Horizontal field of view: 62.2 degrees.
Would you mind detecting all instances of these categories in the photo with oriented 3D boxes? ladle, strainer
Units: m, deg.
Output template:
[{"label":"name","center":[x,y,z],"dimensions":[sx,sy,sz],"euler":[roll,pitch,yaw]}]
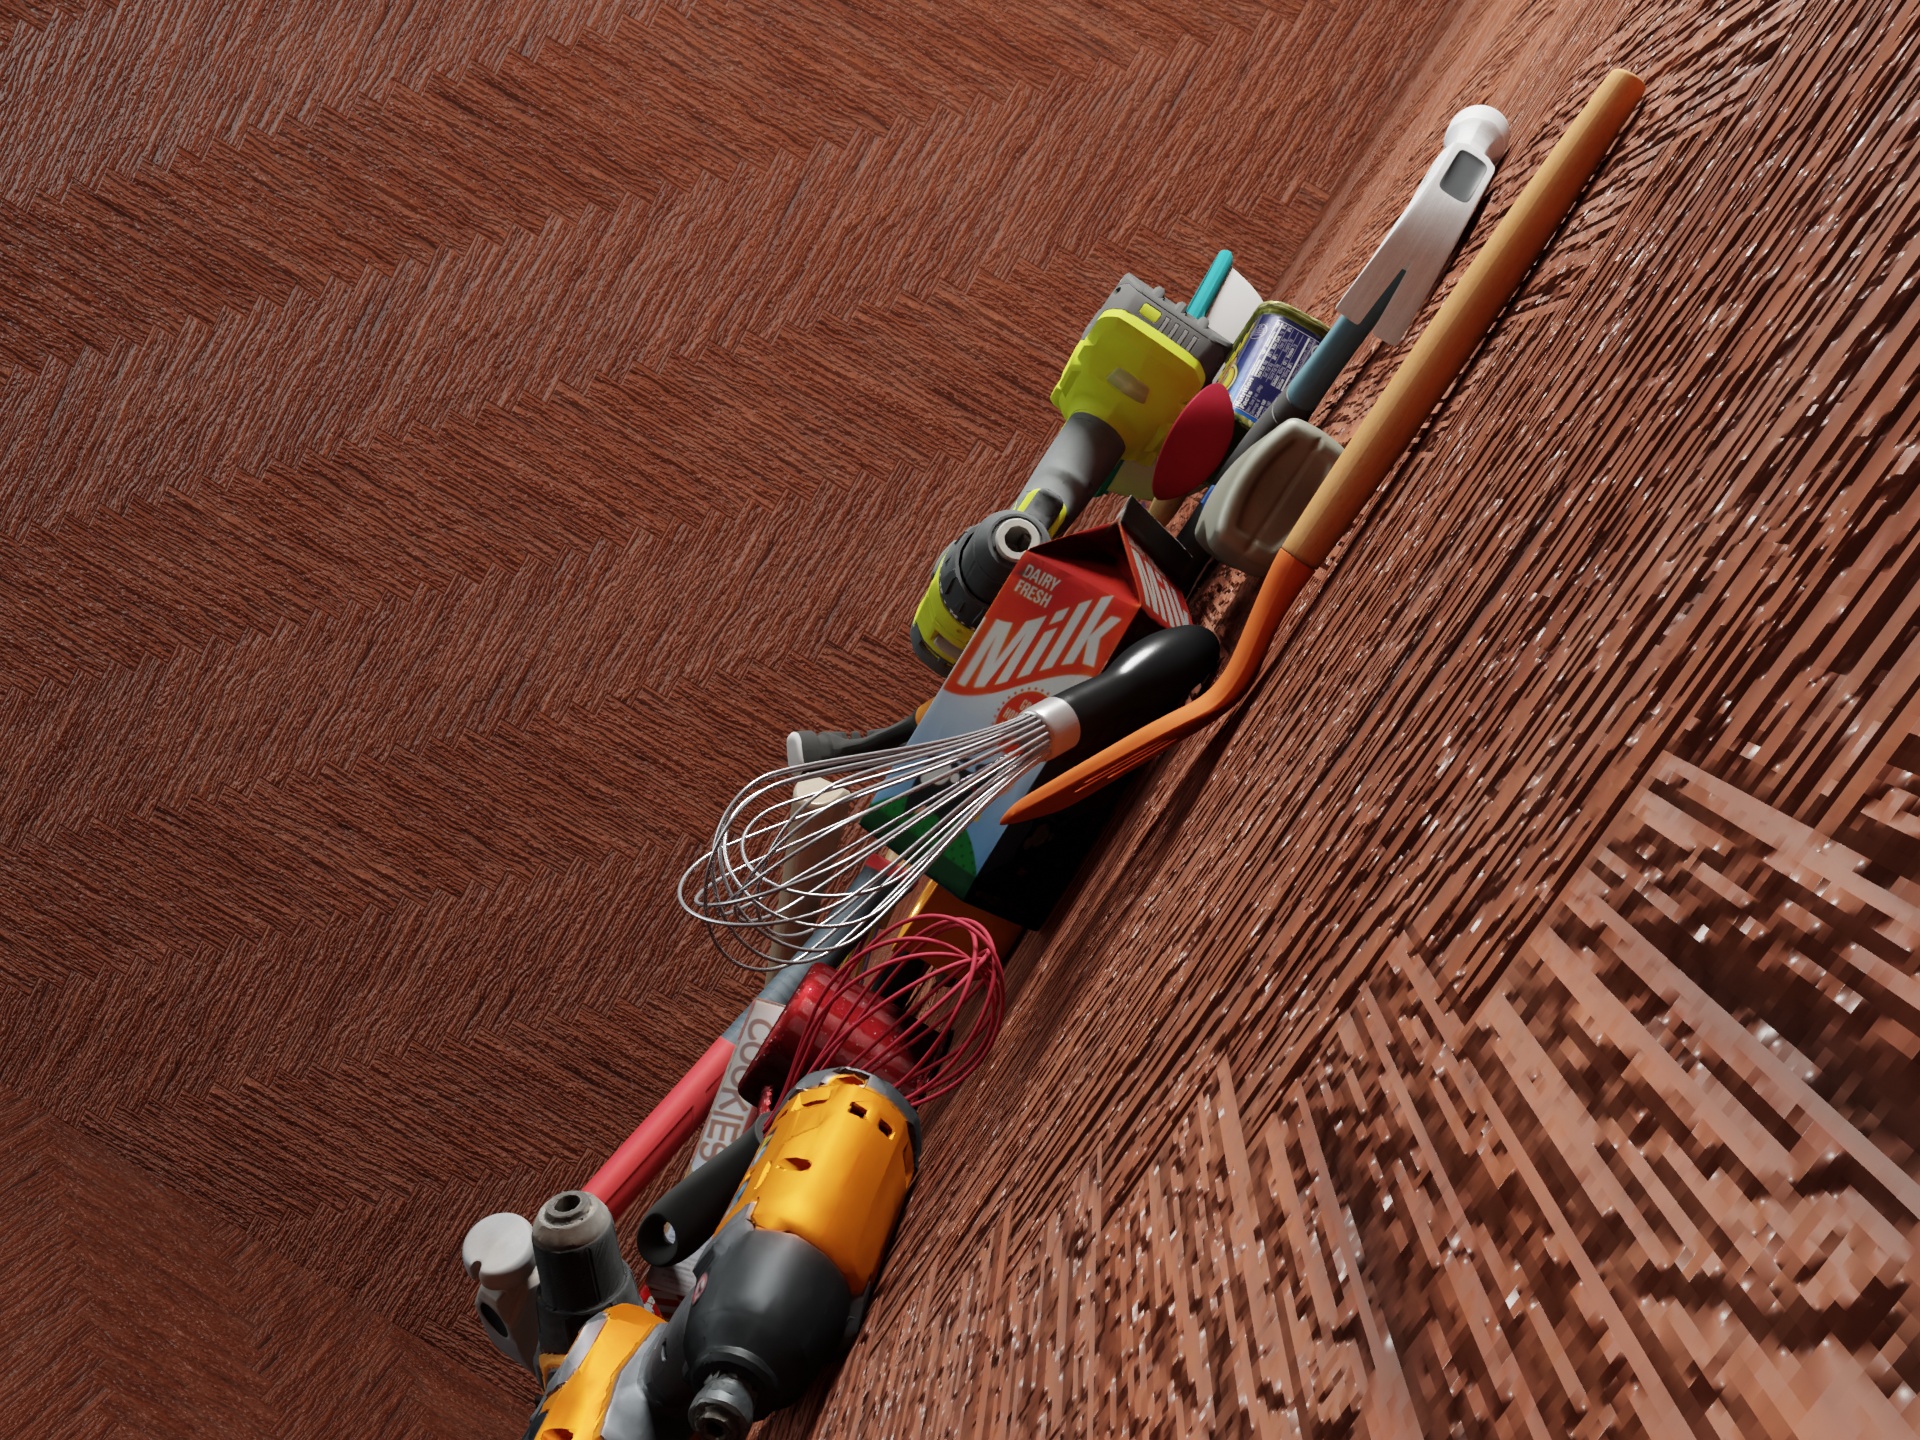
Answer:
[{"label":"ladle","center":[0.131,-0.143,0.974],"dimensions":[0.069,0.031,0.315],"euler":[-55,-3,-1]},{"label":"strainer","center":[0.186,-0.239,1.170],"dimensions":[0.211,0.095,0.340],"euler":[-61,2,8]}]

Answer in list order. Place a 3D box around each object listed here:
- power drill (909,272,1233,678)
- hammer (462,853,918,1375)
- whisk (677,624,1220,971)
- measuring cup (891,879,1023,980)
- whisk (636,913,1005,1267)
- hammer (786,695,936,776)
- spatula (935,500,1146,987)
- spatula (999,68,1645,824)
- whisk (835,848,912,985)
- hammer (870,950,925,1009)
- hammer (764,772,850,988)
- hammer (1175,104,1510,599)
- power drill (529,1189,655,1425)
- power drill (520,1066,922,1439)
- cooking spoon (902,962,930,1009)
[{"label":"power drill","center":[0.058,-0.134,0.896],"dimensions":[0.228,0.080,0.190],"euler":[-56,1,-15]},{"label":"hammer","center":[-0.146,0.224,0.983],"dimensions":[0.386,0.038,0.143],"euler":[-47,-31,-38]},{"label":"whisk","center":[0.011,0.015,0.612],"dimensions":[0.284,0.070,0.070],"euler":[-27,-21,-40]},{"label":"measuring cup","center":[0.010,0.093,0.864],"dimensions":[0.095,0.052,0.173],"euler":[-59,-1,-3]},{"label":"whisk","center":[-0.074,0.182,0.730],"dimensions":[0.295,0.073,0.073],"euler":[-46,7,33]},{"label":"hammer","center":[-0.001,-0.003,0.942],"dimensions":[0.337,0.127,0.034],"euler":[159,104,-68]},{"label":"spatula","center":[0.045,0.021,0.907],"dimensions":[0.060,0.018,0.315],"euler":[-80,11,-69]},{"label":"spatula","center":[0.124,-0.082,0.554],"dimensions":[0.322,0.041,0.081],"euler":[-57,-17,13]},{"label":"whisk","center":[-0.074,0.159,1.105],"dimensions":[0.047,0.051,0.245],"euler":[117,178,-72]},{"label":"hammer","center":[-0.030,0.157,1.091],"dimensions":[0.146,0.035,0.334],"euler":[-79,15,-58]},{"label":"hammer","center":[-0.132,0.214,1.121],"dimensions":[0.146,0.038,0.410],"euler":[-46,-26,-51]},{"label":"hammer","center":[0.180,-0.168,0.861],"dimensions":[0.128,0.033,0.330],"euler":[-57,-1,-38]},{"label":"power drill","center":[-0.207,0.358,0.764],"dimensions":[0.226,0.084,0.185],"euler":[-59,-34,-67]},{"label":"power drill","center":[-0.105,0.259,0.629],"dimensions":[0.226,0.084,0.164],"euler":[-54,3,26]},{"label":"cooking spoon","center":[-0.012,0.153,1.173],"dimensions":[0.318,0.017,0.069],"euler":[-59,-7,25]}]
